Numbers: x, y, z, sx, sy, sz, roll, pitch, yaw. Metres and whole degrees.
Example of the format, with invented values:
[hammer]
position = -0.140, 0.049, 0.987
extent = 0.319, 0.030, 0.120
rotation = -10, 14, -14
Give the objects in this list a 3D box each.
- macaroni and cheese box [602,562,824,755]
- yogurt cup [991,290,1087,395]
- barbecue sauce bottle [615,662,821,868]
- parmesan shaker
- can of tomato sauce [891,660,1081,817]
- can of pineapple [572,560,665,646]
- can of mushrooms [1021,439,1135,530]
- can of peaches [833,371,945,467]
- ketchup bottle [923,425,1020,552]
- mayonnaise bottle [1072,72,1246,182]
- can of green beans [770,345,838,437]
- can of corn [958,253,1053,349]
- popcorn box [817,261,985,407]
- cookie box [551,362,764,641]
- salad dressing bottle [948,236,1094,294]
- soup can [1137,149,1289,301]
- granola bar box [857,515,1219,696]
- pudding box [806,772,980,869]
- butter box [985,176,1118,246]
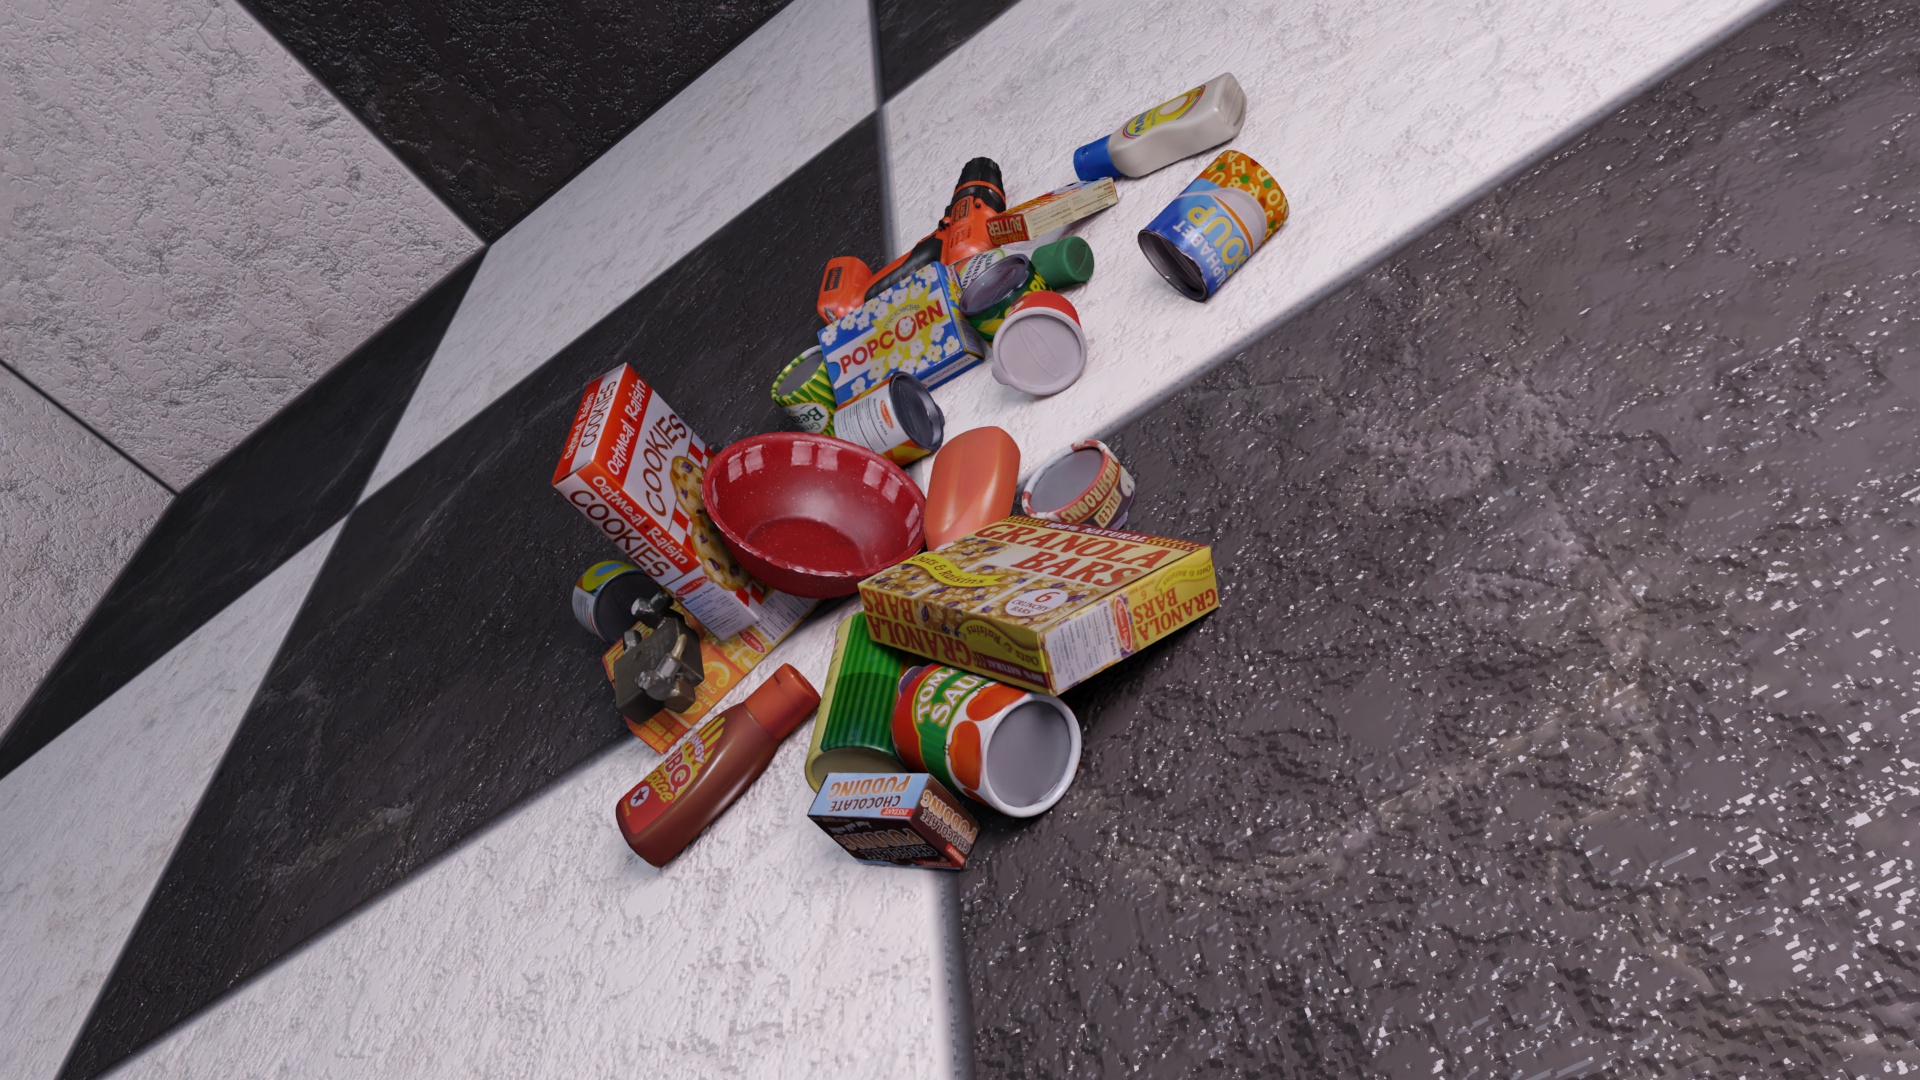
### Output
[macaroni and cheese box]
position = -0.190, 0.065, 1.046
extent = 0.166, 0.040, 0.124
rotation = -44, 31, -3
[yogurt cup]
position = 0.059, -0.147, 1.008
extent = 0.072, 0.072, 0.054
rotation = -30, 24, 22
[barbecue sauce bottle]
position = -0.156, 0.143, 0.905
extent = 0.148, 0.043, 0.065
rotation = -42, 30, -1
[parmesan shaker]
position = -0.049, 0.101, 0.815
extent = 0.071, 0.071, 0.103
rotation = -25, 35, 28
[can of tomato sauce]
position = 0.013, 0.102, 0.733
extent = 0.071, 0.071, 0.083
rotation = -53, 32, -17
[can of pineapple]
position = -0.278, 0.052, 1.145
extent = 0.071, 0.071, 0.058
rotation = -52, 31, -16
[can of mushrooms]
position = 0.074, -0.029, 0.866
extent = 0.071, 0.033, 0.071
rotation = -30, 31, 20
[can of peaches]
position = -0.054, -0.087, 1.063
extent = 0.058, 0.071, 0.071
rotation = -25, 34, 28
[ketchup bottle]
position = 0.003, -0.011, 0.917
extent = 0.064, 0.043, 0.149
rotation = -26, 34, 28
[mayonnaise bottle]
position = 0.162, -0.334, 1.149
extent = 0.148, 0.041, 0.065
rotation = -14, 40, 39
[can of green beans]
position = -0.121, -0.125, 1.195
extent = 0.071, 0.057, 0.071
rotation = -30, 32, 21
[can of corn]
position = 0.043, -0.177, 1.069
extent = 0.071, 0.058, 0.071
rotation = -30, 32, 21
[popcorn box]
position = -0.049, -0.160, 1.137
extent = 0.126, 0.038, 0.085
rotation = -26, 69, 25
[cookie box]
position = -0.203, -0.027, 0.974
extent = 0.040, 0.167, 0.123
rotation = -29, 33, 20
[salad dressing bottle]
position = 0.043, -0.214, 1.132
extent = 0.147, 0.044, 0.064
rotation = -6, 51, 46
[soup can]
position = 0.176, -0.216, 0.956
extent = 0.084, 0.071, 0.071
rotation = -45, 30, -4
[granola bar box]
position = 0.040, 0.029, 0.768
extent = 0.125, 0.039, 0.165
rotation = -23, 20, -33
[pudding box]
position = -0.036, 0.150, 0.748
extent = 0.083, 0.049, 0.030
rotation = -8, 43, 44
[butter box]
position = 0.076, -0.273, 1.150
extent = 0.104, 0.024, 0.053
rotation = -30, 21, -29
